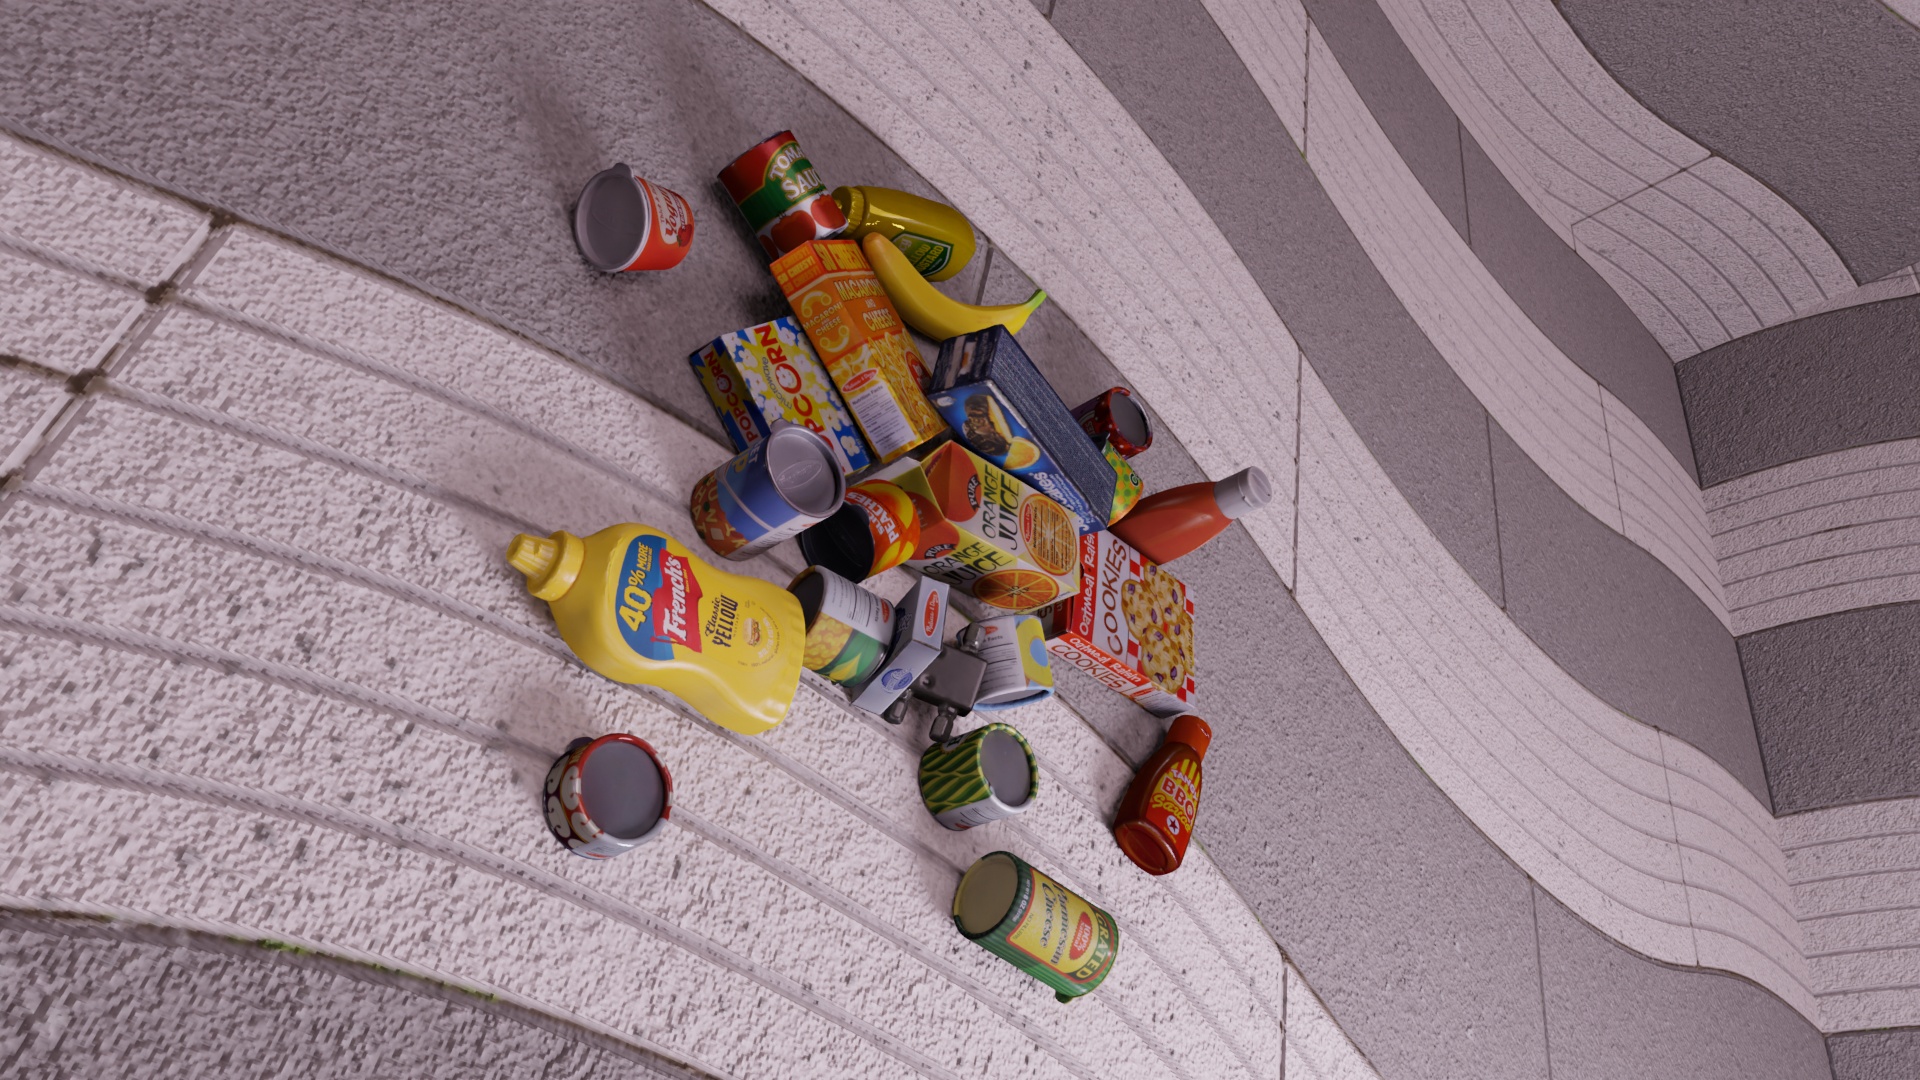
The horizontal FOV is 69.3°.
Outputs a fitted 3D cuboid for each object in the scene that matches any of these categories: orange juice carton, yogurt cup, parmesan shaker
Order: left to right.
[{"bbox_3d":[-0.218,-0.213,0.938,0.054,0.072,0.072,-5,73,-59],"label":"yogurt cup"},{"bbox_3d":[0.004,-0.013,1.069,0.192,0.071,0.073,28,52,-37],"label":"orange juice carton"},{"bbox_3d":[0.052,0.270,0.968,0.103,0.071,0.072,38,45,-29],"label":"parmesan shaker"}]

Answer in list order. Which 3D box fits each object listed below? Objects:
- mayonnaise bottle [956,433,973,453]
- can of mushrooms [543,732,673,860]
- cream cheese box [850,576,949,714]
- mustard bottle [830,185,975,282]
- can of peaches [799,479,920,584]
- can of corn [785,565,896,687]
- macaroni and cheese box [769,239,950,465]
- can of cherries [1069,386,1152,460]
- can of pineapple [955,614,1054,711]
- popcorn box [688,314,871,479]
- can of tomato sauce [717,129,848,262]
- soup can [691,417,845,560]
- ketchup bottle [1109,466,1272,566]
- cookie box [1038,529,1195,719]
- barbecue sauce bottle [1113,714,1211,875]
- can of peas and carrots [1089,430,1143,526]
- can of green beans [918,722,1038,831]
[{"bbox_3d":[0.027,-0.093,1.166,0.064,0.041,0.149,44,43,-28],"label":"mayonnaise bottle"},{"bbox_3d":[-0.198,0.141,0.782,0.071,0.033,0.071,25,52,-38],"label":"can of mushrooms"},{"bbox_3d":[-0.041,0.072,0.945,0.024,0.103,0.054,22,50,-16],"label":"cream cheese box"},{"bbox_3d":[-0.062,-0.258,1.145,0.160,0.065,0.049,9,54,-40],"label":"mustard bottle"},{"bbox_3d":[-0.069,-0.007,0.983,0.058,0.071,0.071,-24,89,-53],"label":"can of peaches"},{"bbox_3d":[-0.088,0.059,0.930,0.058,0.071,0.071,30,49,-30],"label":"can of corn"},{"bbox_3d":[-0.071,-0.146,1.055,0.166,0.040,0.124,60,16,-4],"label":"macaroni and cheese box"},{"bbox_3d":[0.134,-0.100,1.278,0.071,0.058,0.072,27,51,-38],"label":"can of cherries"},{"bbox_3d":[0.035,0.093,1.049,0.071,0.071,0.058,10,63,-46],"label":"can of pineapple"},{"bbox_3d":[-0.126,-0.092,0.992,0.085,0.038,0.126,-30,92,-52],"label":"popcorn box"},{"bbox_3d":[-0.133,-0.259,1.055,0.083,0.071,0.071,57,38,-9],"label":"can of tomato sauce"},{"bbox_3d":[-0.129,-0.033,0.919,0.071,0.083,0.071,27,51,-38],"label":"soup can"},{"bbox_3d":[0.208,-0.023,1.246,0.064,0.148,0.044,47,42,-21],"label":"ketchup bottle"},{"bbox_3d":[0.139,0.065,1.204,0.167,0.040,0.123,33,48,-33],"label":"cookie box"},{"bbox_3d":[0.175,0.206,1.162,0.065,0.043,0.149,51,39,-14],"label":"barbecue sauce bottle"},{"bbox_3d":[0.121,-0.053,1.228,0.058,0.070,0.071,47,41,-21],"label":"can of peas and carrots"},{"bbox_3d":[0.014,0.168,0.988,0.071,0.057,0.071,26,51,-38],"label":"can of green beans"}]
